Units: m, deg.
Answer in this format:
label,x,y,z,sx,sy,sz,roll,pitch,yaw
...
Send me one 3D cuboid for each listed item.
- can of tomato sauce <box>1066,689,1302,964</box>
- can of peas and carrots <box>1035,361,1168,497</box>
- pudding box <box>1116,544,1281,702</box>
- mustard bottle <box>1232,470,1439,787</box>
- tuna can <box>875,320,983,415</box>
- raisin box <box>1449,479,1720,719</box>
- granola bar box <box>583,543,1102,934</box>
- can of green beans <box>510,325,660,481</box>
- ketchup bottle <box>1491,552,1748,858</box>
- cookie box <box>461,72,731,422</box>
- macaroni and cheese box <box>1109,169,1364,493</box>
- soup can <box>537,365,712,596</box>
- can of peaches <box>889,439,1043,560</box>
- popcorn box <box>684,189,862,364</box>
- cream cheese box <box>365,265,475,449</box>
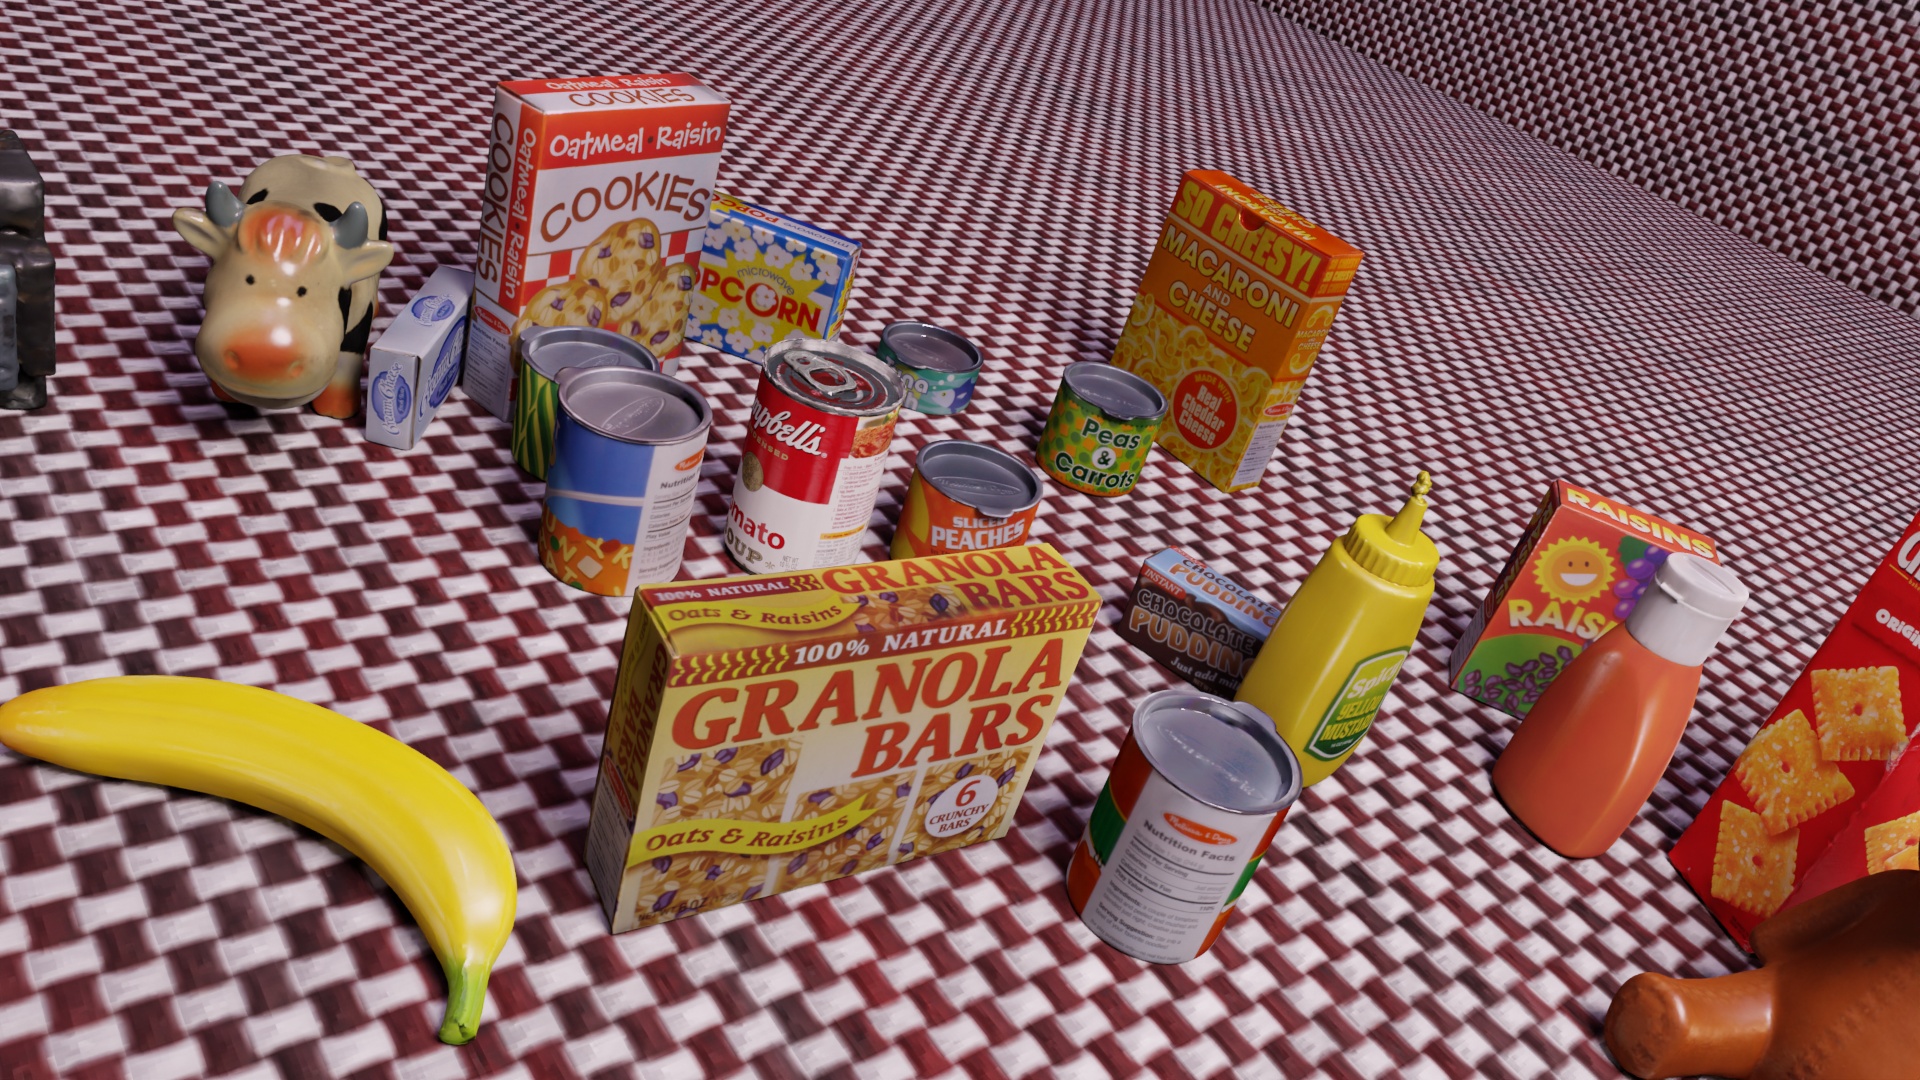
label,x,y,z,sx,sy,sz,roll,pitch,yaw
can of tomato sauce,0.084,0.109,0.535,0.071,0.082,0.071,14,31,-8
can of peas and carrots,0.085,-0.066,0.837,0.071,0.058,0.071,14,31,-8
pudding box,0.124,0.045,0.691,0.084,0.049,0.030,34,34,24
mustard bottle,0.173,0.039,0.618,0.065,0.159,0.049,-8,40,-38
tuna can,-0.022,-0.108,0.872,0.071,0.032,0.071,14,31,-8
raisin box,0.327,0.040,0.736,0.086,0.122,0.040,24,31,9
granola bar box,-0.042,0.066,0.495,0.166,0.123,0.039,-5,38,-35
can of green beans,-0.188,-0.066,0.692,0.071,0.057,0.071,14,31,-8
ketchup bottle,0.306,0.075,0.644,0.043,0.148,0.065,1,35,-28
cookie box,-0.191,-0.155,0.726,0.040,0.166,0.123,33,33,23
macaroni and cheese box,0.166,-0.133,0.883,0.040,0.165,0.124,-12,42,-41
soup can,-0.154,-0.028,0.624,0.071,0.083,0.072,14,31,-8
can of peaches,0.003,-0.009,0.703,0.071,0.057,0.071,14,31,-8
popcorn box,-0.131,-0.158,0.842,0.127,0.084,0.038,20,30,3
cream cheese box,-0.268,-0.093,0.696,0.024,0.053,0.104,13,31,-9
